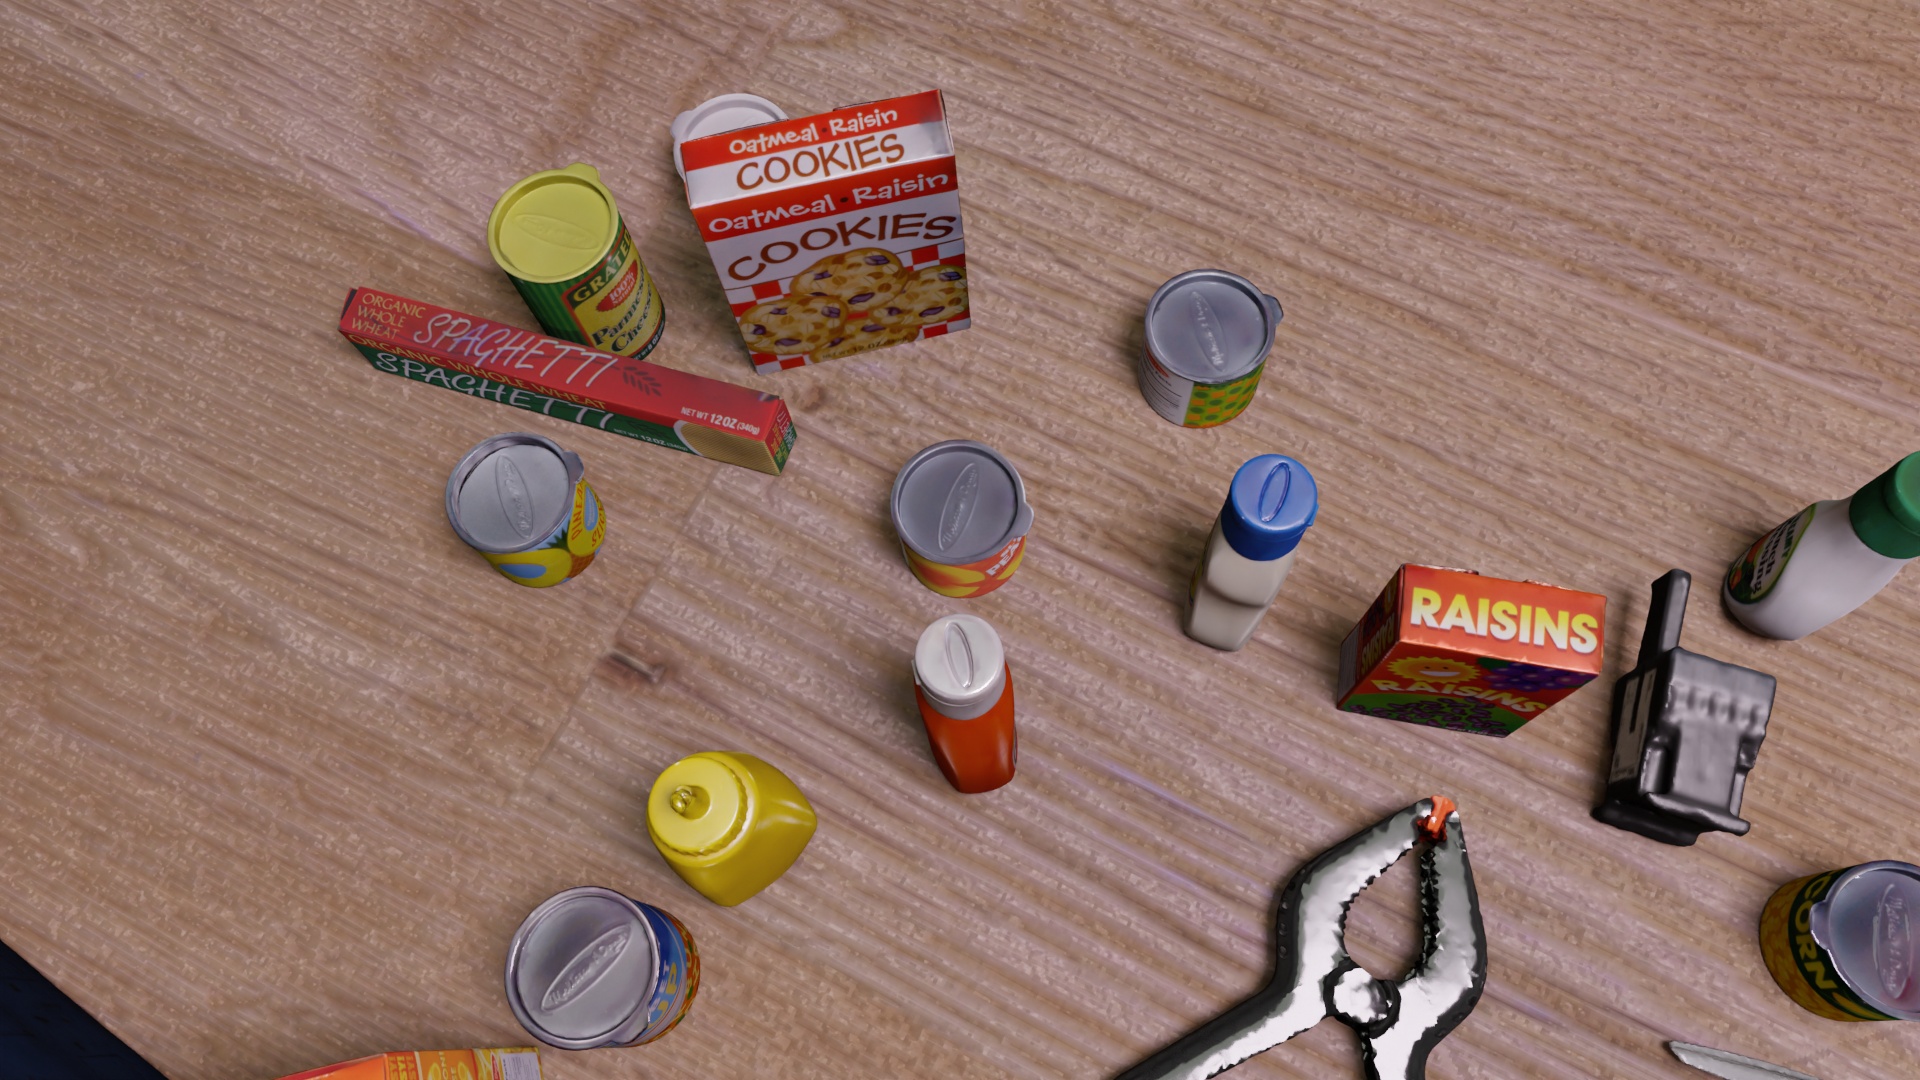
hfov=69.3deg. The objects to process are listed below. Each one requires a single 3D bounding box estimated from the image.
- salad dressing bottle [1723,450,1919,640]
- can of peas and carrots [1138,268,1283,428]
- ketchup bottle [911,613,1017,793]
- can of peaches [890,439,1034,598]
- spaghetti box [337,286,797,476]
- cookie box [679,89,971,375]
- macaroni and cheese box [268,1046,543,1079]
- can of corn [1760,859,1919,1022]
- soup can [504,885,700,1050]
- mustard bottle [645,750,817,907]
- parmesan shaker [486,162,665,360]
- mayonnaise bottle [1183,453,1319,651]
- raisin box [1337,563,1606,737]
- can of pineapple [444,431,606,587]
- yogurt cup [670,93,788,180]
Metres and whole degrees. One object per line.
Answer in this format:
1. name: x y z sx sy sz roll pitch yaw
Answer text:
1. salad dressing bottle: 0.403 0.003 0.632 0.044 0.147 0.064 31 74 13
2. can of peas and carrots: 0.130 -0.101 0.731 0.071 0.058 0.071 -1 70 3
3. ketchup bottle: 0.002 0.071 0.625 0.043 0.148 0.065 -14 70 -2
4. can of peaches: 0.003 -0.009 0.704 0.071 0.058 0.071 -1 70 3
5. spaghetti box: -0.212 -0.086 0.747 0.250 0.050 0.029 15 71 8
6. cookie box: -0.061 -0.150 0.701 0.123 0.167 0.040 -13 70 -2
7. macaroni and cheese box: -0.256 0.242 0.565 0.124 0.166 0.040 -16 70 -3
8. can of corn: 0.398 0.178 0.614 0.071 0.058 0.071 -1 70 3
9. soup can: -0.156 0.195 0.622 0.071 0.083 0.071 -1 70 3
10. mustard bottle: -0.104 0.121 0.606 0.065 0.159 0.049 -43 74 -12
11. parmesan shaker: -0.199 -0.142 0.739 0.071 0.102 0.071 -1 70 3
12. mayonnaise bottle: 0.134 0.004 0.644 0.041 0.147 0.065 20 72 10
13. raisin box: 0.228 0.052 0.635 0.086 0.123 0.040 10 71 6
14. can of pineapple: -0.221 -0.015 0.717 0.071 0.057 0.071 -1 70 3
15. yogurt cup: -0.123 -0.209 0.787 0.072 0.053 0.072 -1 70 3
